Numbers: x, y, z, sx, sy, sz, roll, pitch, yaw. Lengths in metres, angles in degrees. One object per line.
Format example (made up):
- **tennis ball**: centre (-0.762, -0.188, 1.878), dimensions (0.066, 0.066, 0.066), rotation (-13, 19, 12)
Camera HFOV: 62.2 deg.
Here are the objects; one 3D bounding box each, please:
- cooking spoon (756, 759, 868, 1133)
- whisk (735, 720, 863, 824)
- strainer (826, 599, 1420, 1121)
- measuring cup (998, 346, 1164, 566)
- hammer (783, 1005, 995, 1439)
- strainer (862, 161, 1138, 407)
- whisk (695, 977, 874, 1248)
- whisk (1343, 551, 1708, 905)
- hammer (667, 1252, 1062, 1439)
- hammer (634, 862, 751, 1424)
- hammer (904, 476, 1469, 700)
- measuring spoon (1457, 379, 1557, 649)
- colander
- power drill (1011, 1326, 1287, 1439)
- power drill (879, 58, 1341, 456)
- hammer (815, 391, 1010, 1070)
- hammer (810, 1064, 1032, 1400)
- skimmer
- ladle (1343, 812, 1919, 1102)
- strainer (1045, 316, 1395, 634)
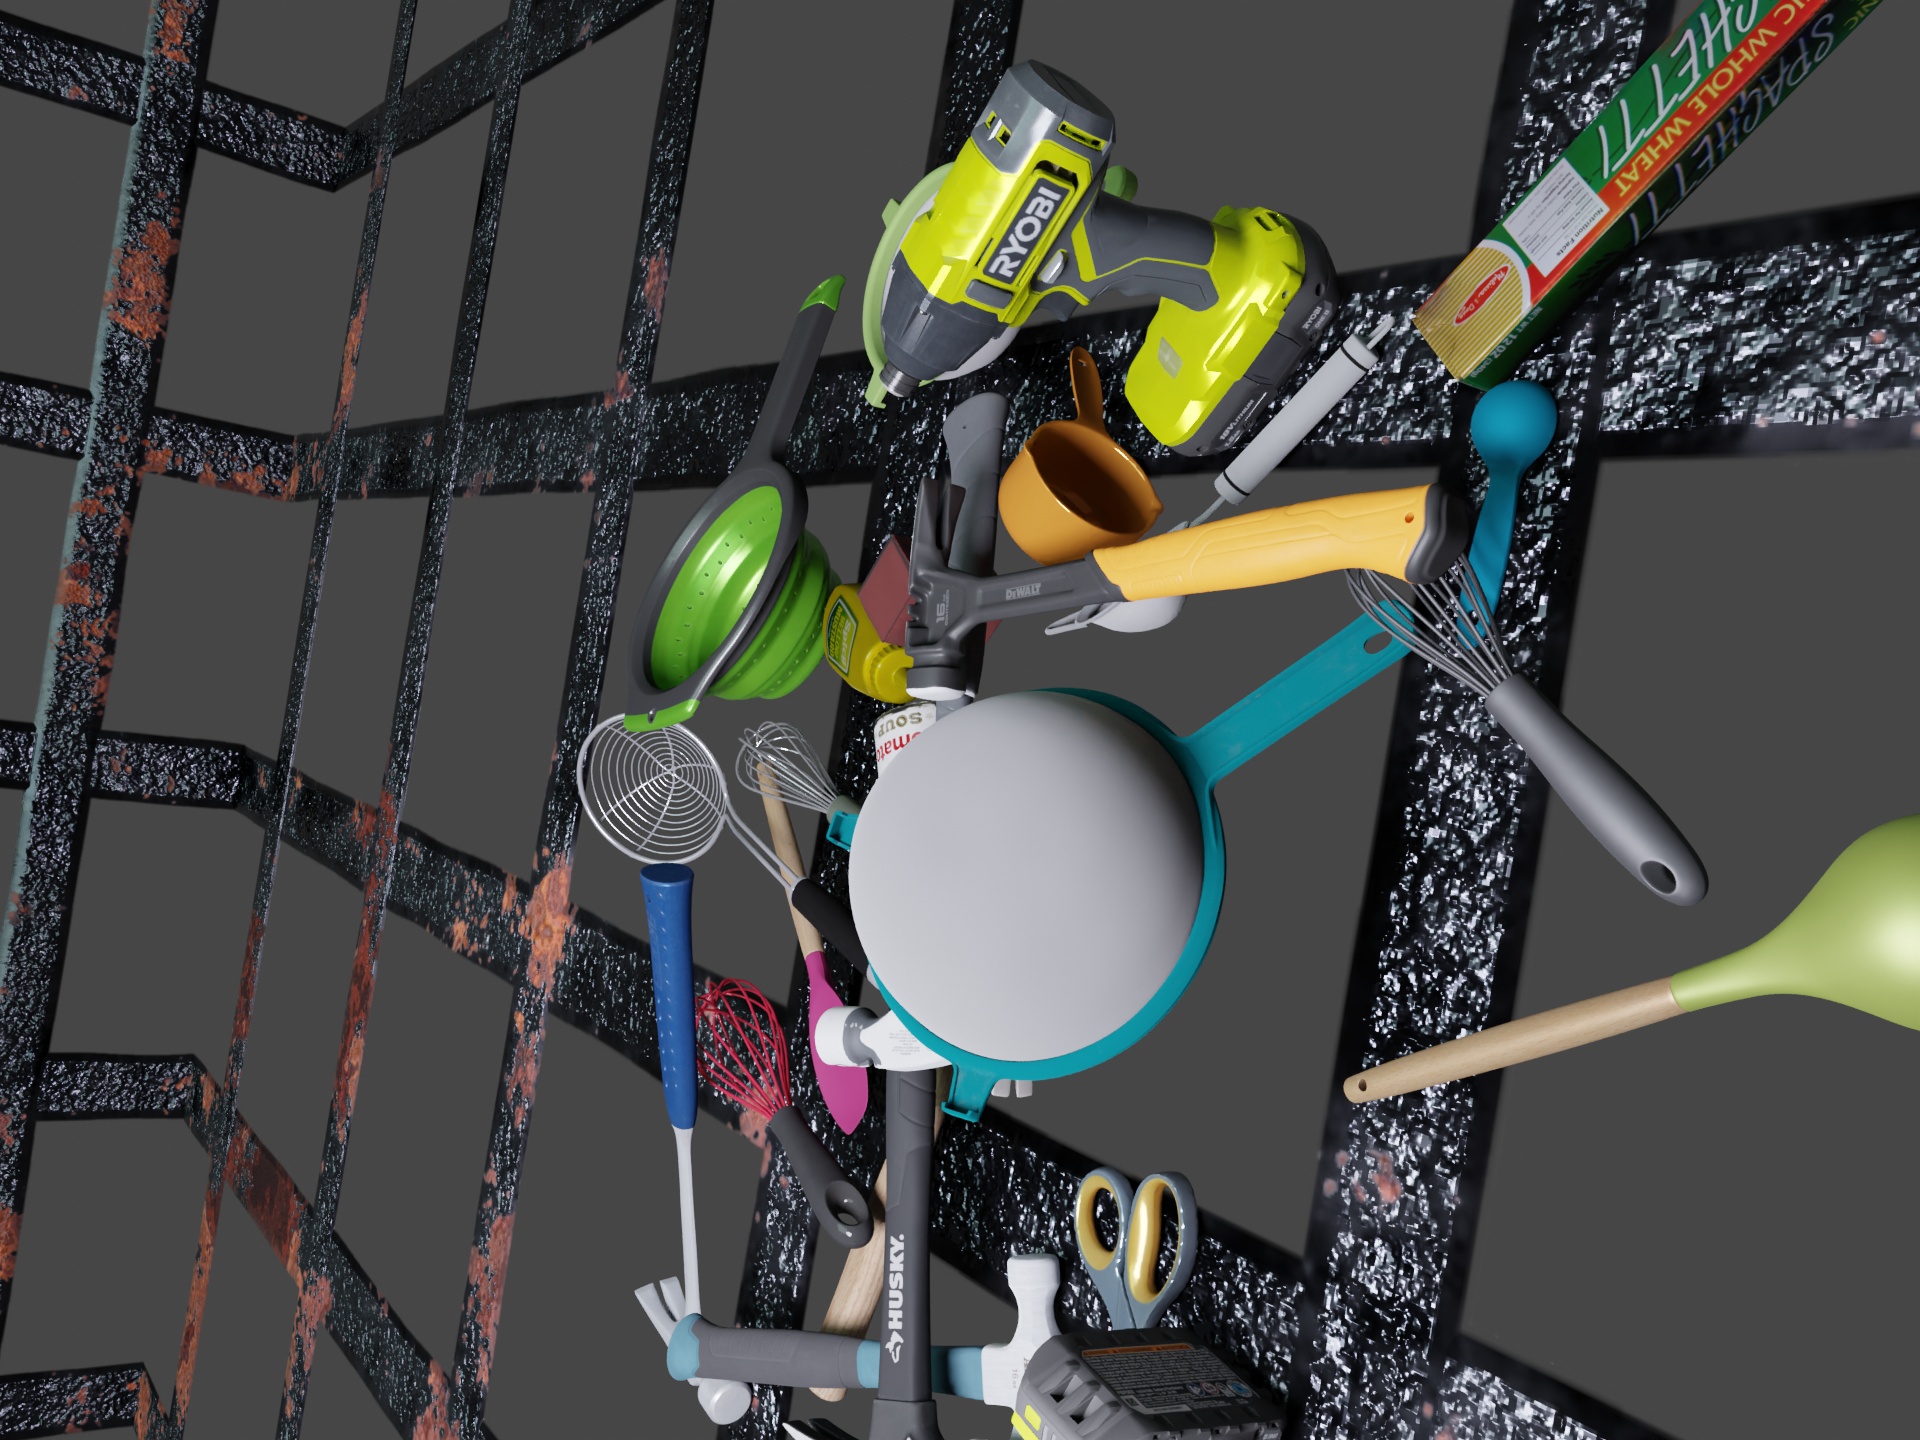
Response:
- **cooking spoon**: centre (-0.109, 0.148, 1.137), dimensions (0.068, 0.017, 0.319), rotation (-61, 36, 37)
- **whisk**: centre (-0.090, 0.061, 1.129), dimensions (0.059, 0.057, 0.247), rotation (-49, 43, -8)
- **strainer**: centre (0.070, 0.033, 0.788), dimensions (0.340, 0.095, 0.211), rotation (-36, 57, 15)
- **measuring cup**: centre (0.066, -0.157, 0.958), dimensions (0.052, 0.095, 0.174), rotation (-50, 28, 40)
- **hammer**: centre (-0.035, 0.275, 0.944), dimensions (0.146, 0.035, 0.335), rotation (-13, 67, 35)
- **strainer**: centre (0.035, -0.293, 1.020), dimensions (0.256, 0.069, 0.151), rotation (-8, 74, 51)
- **whisk**: centre (-0.127, 0.264, 1.099), dimensions (0.296, 0.073, 0.073), rotation (40, 114, 54)
- **whisk**: centre (0.245, -0.014, 0.703), dimensions (0.055, 0.055, 0.239), rotation (-54, 52, 31)
- **hammer**: centre (-0.068, 0.399, 0.992), dimensions (0.331, 0.033, 0.128), rotation (-15, 73, 39)
- **hammer**: centre (-0.202, 0.295, 1.143), dimensions (0.144, 0.035, 0.405), rotation (24, 119, 54)
- **hammer**: centre (0.095, -0.084, 0.800), dimensions (0.337, 0.034, 0.127), rotation (-5, 79, 45)
- **measuring spoon**: centre (0.246, -0.097, 0.743), dimensions (0.042, 0.021, 0.128), rotation (15, 95, 52)
- **colander**: centre (-0.130, -0.156, 1.208), dimensions (0.204, 0.094, 0.397), rotation (-10, 57, 52)
- **power drill**: centre (0.049, 0.415, 0.759), dimensions (0.080, 0.190, 0.228), rotation (28, 101, 51)
- **power drill**: centre (0.074, -0.221, 0.827), dimensions (0.171, 0.223, 0.080), rotation (-54, 44, 30)
- **hammer**: centre (-0.001, -0.003, 0.929), dimensions (0.149, 0.036, 0.409), rotation (-8, 69, 39)
- **hammer**: centre (-0.036, 0.294, 1.020), dimensions (0.130, 0.031, 0.331), rotation (36, 112, 50)
- **skimmer**: centre (-0.167, 0.101, 1.135), dimensions (0.364, 0.090, 0.127), rotation (34, 124, 49)
- **ladle**: centre (0.280, 0.117, 0.649), dimensions (0.320, 0.062, 0.078), rotation (-37, 56, 50)
- **strainer**: centre (0.144, -0.119, 0.866), dimensions (0.258, 0.050, 0.087), rotation (-47, 4, 29)
